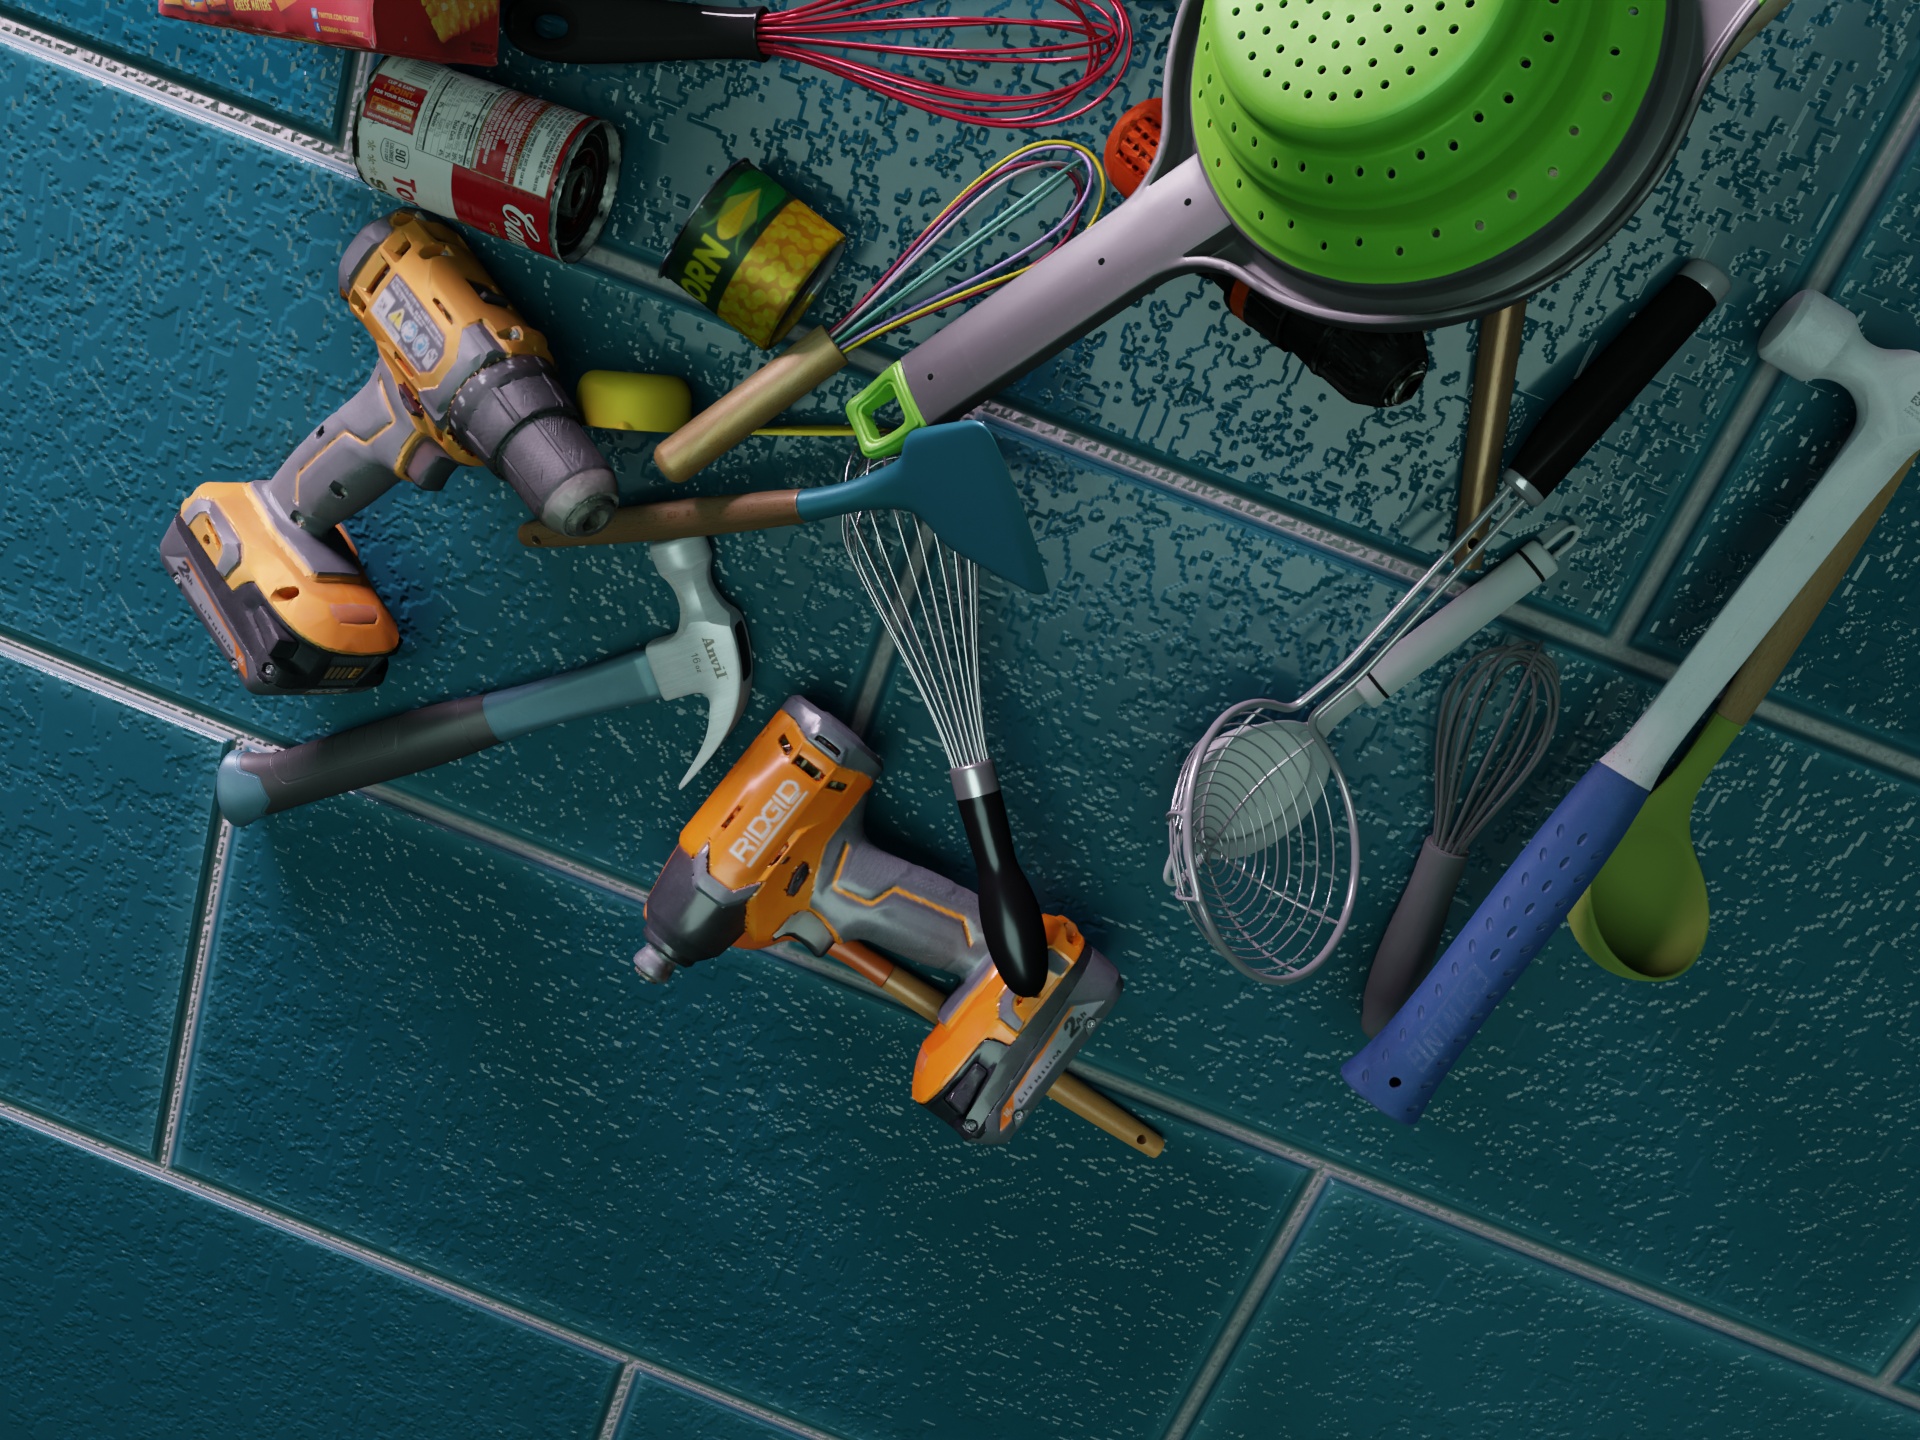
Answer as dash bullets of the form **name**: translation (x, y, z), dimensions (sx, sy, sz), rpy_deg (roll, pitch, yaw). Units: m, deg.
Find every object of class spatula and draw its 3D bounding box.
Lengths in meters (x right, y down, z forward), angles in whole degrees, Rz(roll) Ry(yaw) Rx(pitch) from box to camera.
- **spatula**: translation (-0.020, 0.156, 0.880), dimensions (0.322, 0.041, 0.081), rpy_deg (33, 88, -6)
- **spatula**: translation (-0.099, -0.094, 0.745), dimensions (0.317, 0.044, 0.082), rpy_deg (-1, 127, 32)
- **spatula**: translation (0.248, -0.220, 0.702), dimensions (0.060, 0.018, 0.315), rpy_deg (4, 111, 5)

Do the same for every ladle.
- **ladle**: translation (0.379, -0.019, 0.737), dimensions (0.078, 0.062, 0.320), rpy_deg (16, 111, -19)

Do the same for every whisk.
- **whisk**: translation (-0.038, -0.183, 0.730), dimensions (0.245, 0.051, 0.047), rpy_deg (-34, 111, 7)
- **whisk**: translation (-0.069, -0.305, 0.707), dimensions (0.296, 0.073, 0.073), rpy_deg (8, 112, 14)
- **whisk**: translation (0.000, -0.003, 0.774), dimensions (0.070, 0.070, 0.284), rpy_deg (-14, 92, 15)
- **whisk**: translation (0.245, 0.066, 0.798), dimensions (0.055, 0.055, 0.238), rpy_deg (14, 116, 4)

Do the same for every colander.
- **colander**: translation (0.091, -0.215, 0.606), dimensions (0.397, 0.094, 0.205), rpy_deg (-29, 75, 27)

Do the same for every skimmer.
- **skimmer**: translation (0.224, -0.045, 0.700), dimensions (0.127, 0.090, 0.363), rpy_deg (34, 101, -33)

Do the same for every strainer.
- **strainer**: translation (0.194, -0.012, 0.780), dimensions (0.258, 0.050, 0.086), rpy_deg (-39, 133, 14)

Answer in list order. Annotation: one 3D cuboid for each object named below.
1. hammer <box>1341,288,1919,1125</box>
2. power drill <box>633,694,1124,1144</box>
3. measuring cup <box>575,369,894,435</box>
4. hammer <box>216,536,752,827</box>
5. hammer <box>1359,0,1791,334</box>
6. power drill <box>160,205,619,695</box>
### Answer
- **hammer**: translation (0.313, 0.020, 0.720), dimensions (0.144, 0.035, 0.405), rpy_deg (33, 103, 3)
- **power drill**: translation (-0.048, 0.117, 0.825), dimensions (0.226, 0.084, 0.164), rpy_deg (39, 85, -6)
- **measuring cup**: translation (-0.110, -0.155, 0.778), dimensions (0.156, 0.062, 0.029), rpy_deg (1, 101, -2)
- **hammer**: translation (-0.266, 0.000, 0.868), dimensions (0.331, 0.033, 0.128), rpy_deg (-15, 106, 15)
- **hammer**: translation (0.315, -0.282, 0.644), dimensions (0.146, 0.038, 0.410), rpy_deg (44, 108, -10)
- **power drill**: translation (-0.275, -0.107, 0.778), dimensions (0.226, 0.084, 0.185), rpy_deg (-46, 74, 20)
